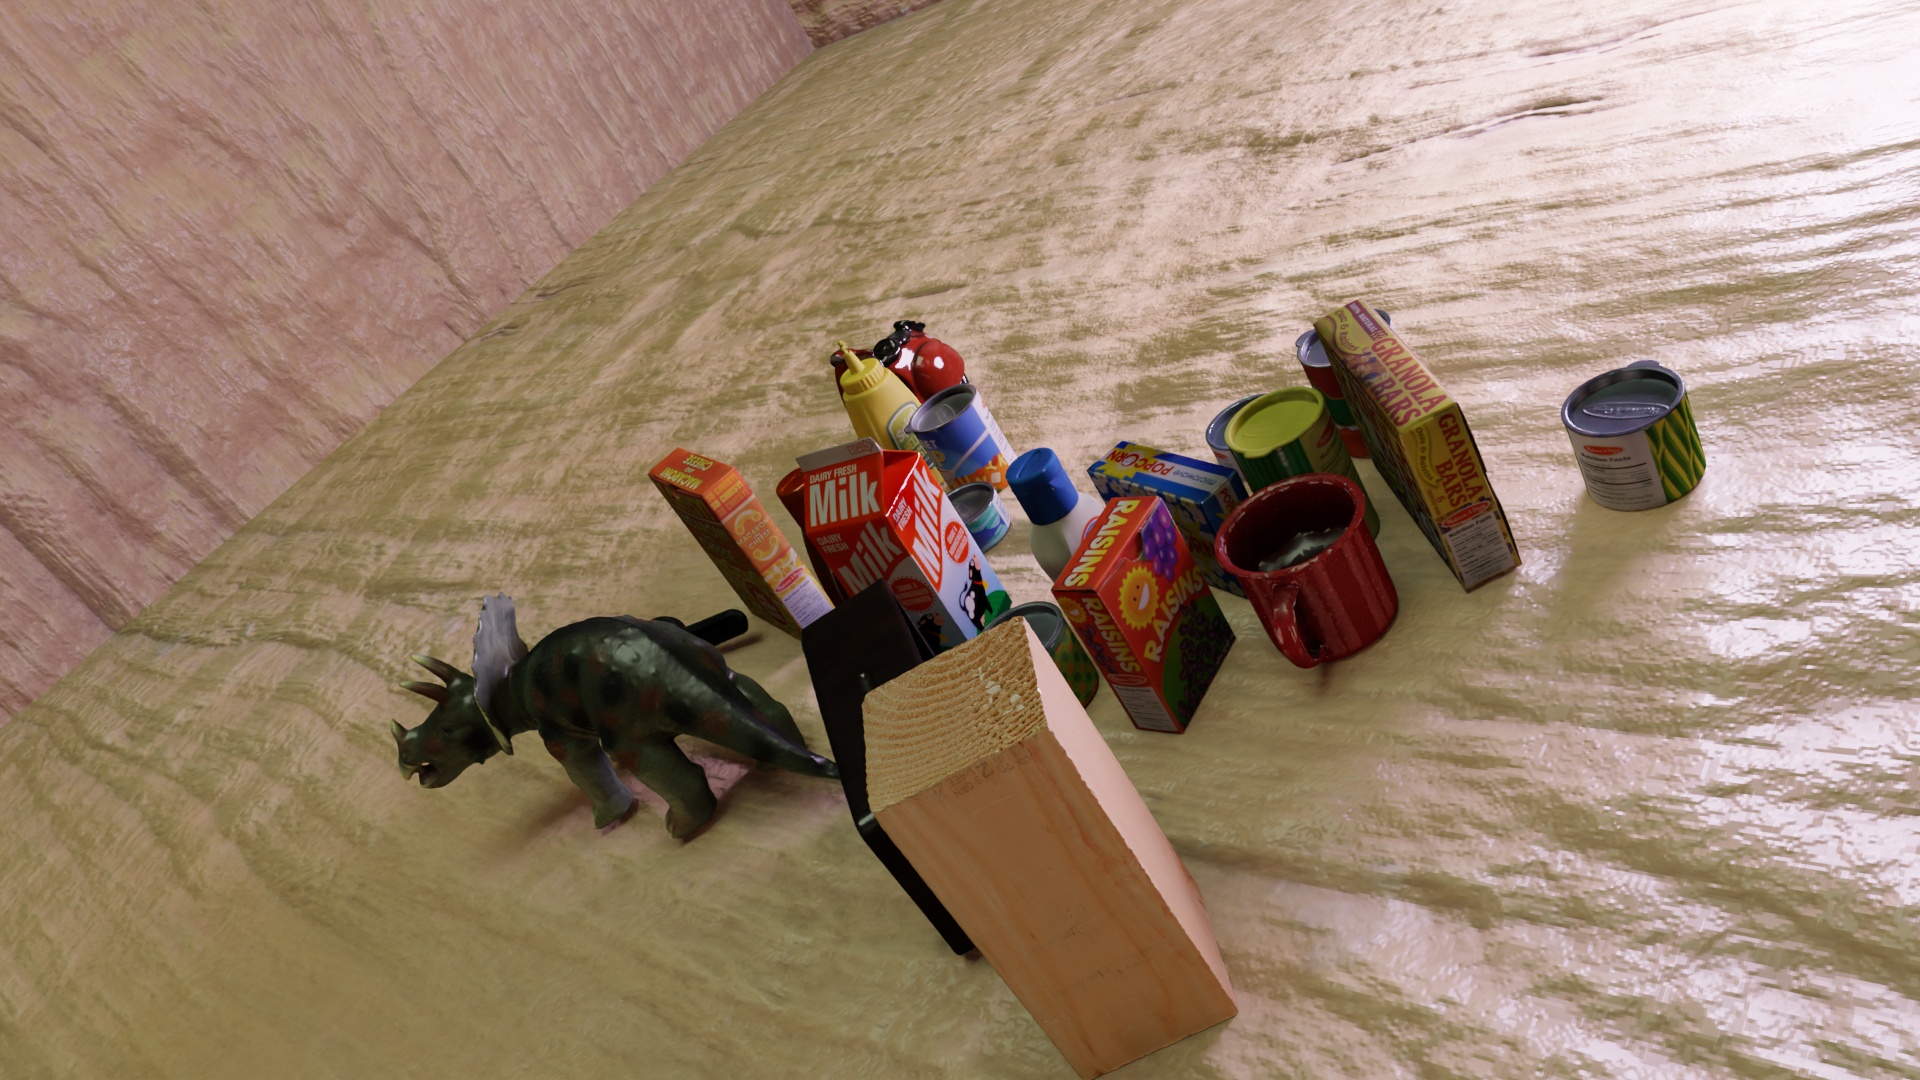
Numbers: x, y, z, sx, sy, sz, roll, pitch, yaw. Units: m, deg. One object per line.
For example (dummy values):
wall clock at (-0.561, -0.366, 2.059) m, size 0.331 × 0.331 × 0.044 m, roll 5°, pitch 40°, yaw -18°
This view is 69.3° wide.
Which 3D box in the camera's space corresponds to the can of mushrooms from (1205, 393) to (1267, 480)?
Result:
can of mushrooms at (0.221, -0.078, 1.031) m, size 0.071 × 0.033 × 0.071 m, roll -24°, pitch 29°, yaw 15°

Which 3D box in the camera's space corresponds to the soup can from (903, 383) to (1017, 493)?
soup can at (0.002, -0.082, 1.203) m, size 0.071 × 0.083 × 0.072 m, roll -25°, pitch 29°, yaw 15°

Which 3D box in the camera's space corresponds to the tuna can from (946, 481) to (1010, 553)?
tuna can at (0.004, -0.014, 1.149) m, size 0.071 × 0.032 × 0.071 m, roll -24°, pitch 29°, yaw 15°

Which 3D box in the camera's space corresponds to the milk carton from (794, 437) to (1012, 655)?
milk carton at (-0.044, 0.006, 1.000) m, size 0.072 × 0.190 × 0.074 m, roll -13°, pitch 34°, yaw 32°

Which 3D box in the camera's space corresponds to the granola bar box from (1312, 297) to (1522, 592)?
granola bar box at (0.279, -0.064, 0.856) m, size 0.039 × 0.124 × 0.166 m, roll -27°, pitch 29°, yaw 11°

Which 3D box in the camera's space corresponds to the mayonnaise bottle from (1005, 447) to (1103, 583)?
mayonnaise bottle at (0.079, 0.006, 0.922) m, size 0.041 × 0.147 × 0.065 m, roll -4°, pitch 40°, yaw 43°

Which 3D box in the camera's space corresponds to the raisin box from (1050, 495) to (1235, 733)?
raisin box at (0.114, 0.045, 0.851) m, size 0.040 × 0.123 × 0.086 m, roll -1°, pitch 41°, yaw 45°

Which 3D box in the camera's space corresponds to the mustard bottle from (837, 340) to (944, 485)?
mustard bottle at (-0.067, -0.111, 1.237) m, size 0.049 × 0.159 × 0.065 m, roll 5°, pitch 46°, yaw 49°

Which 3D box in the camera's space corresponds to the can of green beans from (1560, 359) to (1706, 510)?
can of green beans at (0.391, -0.059, 0.807) m, size 0.071 × 0.057 × 0.071 m, roll -25°, pitch 29°, yaw 15°

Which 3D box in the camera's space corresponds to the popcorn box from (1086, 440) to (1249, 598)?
popcorn box at (0.152, -0.016, 0.949) m, size 0.038 × 0.085 × 0.127 m, roll -42°, pitch 29°, yaw -16°

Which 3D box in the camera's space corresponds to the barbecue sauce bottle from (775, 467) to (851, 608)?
barbecue sauce bottle at (-0.090, 0.008, 1.087) m, size 0.065 × 0.148 × 0.043 m, roll -44°, pitch 30°, yaw -21°

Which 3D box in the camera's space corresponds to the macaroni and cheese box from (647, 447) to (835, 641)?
macaroni and cheese box at (-0.182, 0.005, 1.164) m, size 0.040 × 0.166 × 0.124 m, roll -43°, pitch 30°, yaw -18°

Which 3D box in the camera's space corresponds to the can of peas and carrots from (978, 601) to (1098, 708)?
can of peas and carrots at (0.050, 0.085, 0.921) m, size 0.071 × 0.058 × 0.071 m, roll -25°, pitch 29°, yaw 15°

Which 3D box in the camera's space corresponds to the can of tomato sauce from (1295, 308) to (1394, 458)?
can of tomato sauce at (0.279, -0.109, 0.969) m, size 0.071 × 0.083 × 0.071 m, roll -25°, pitch 29°, yaw 15°

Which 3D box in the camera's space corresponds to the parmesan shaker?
parmesan shaker at (0.220, -0.037, 0.896) m, size 0.071 × 0.102 × 0.072 m, roll -25°, pitch 29°, yaw 15°
